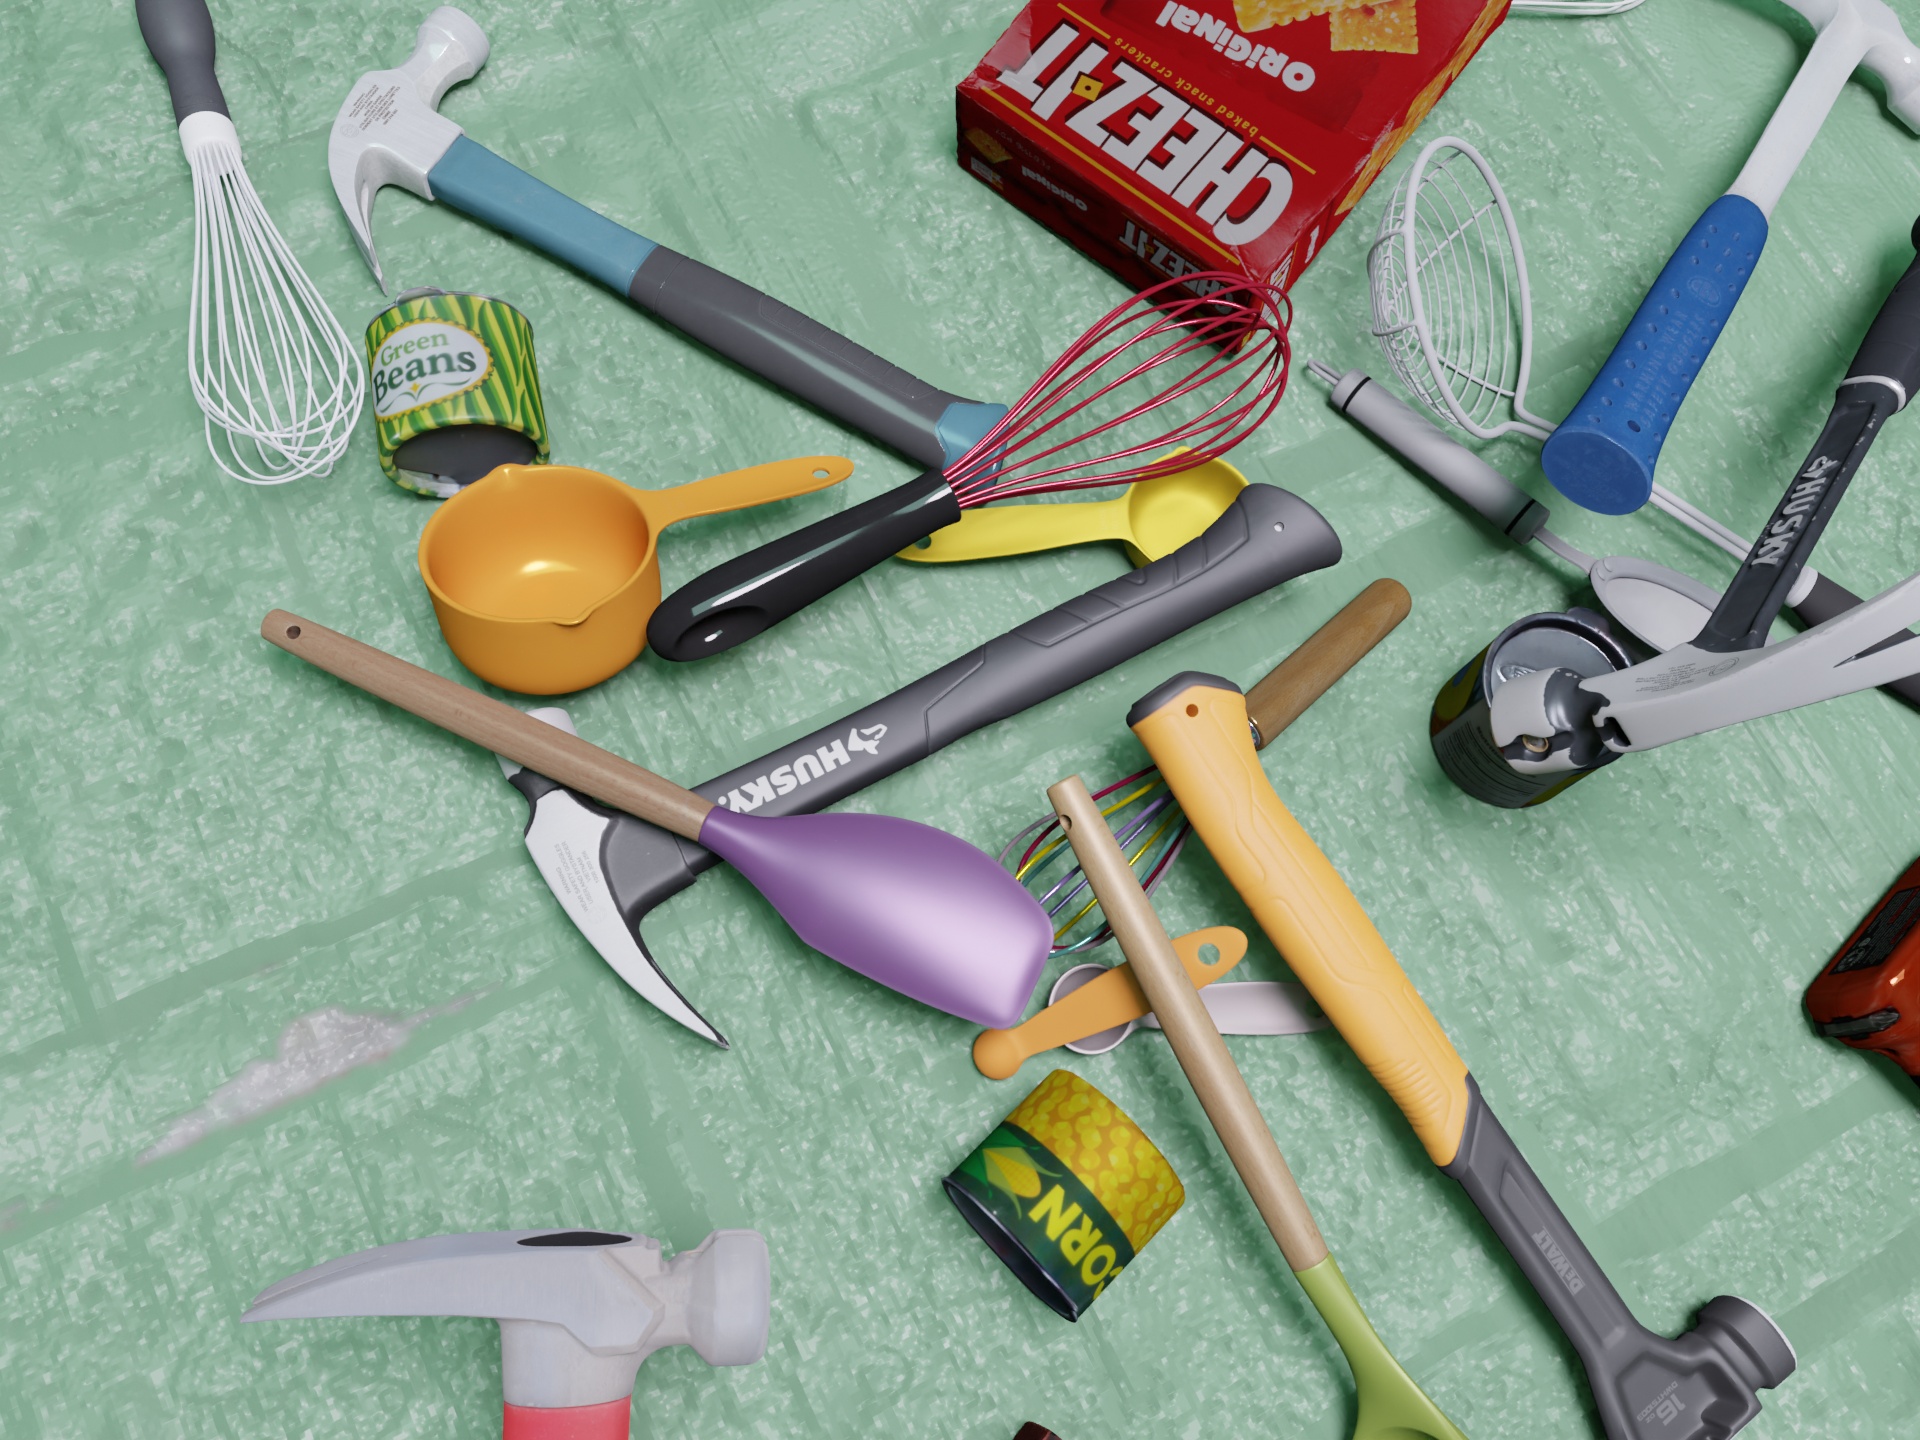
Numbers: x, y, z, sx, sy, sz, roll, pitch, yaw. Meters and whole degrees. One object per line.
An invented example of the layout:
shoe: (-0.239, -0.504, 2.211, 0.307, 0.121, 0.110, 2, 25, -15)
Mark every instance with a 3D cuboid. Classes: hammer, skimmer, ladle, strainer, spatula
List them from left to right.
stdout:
hammer: (-0.129, 0.340, 0.436, 0.143, 0.038, 0.386, 2, 85, -12)
spatula: (-0.114, 0.025, 0.581, 0.316, 0.018, 0.060, 23, 76, 5)
hammer: (-0.123, -0.189, 0.687, 0.331, 0.033, 0.128, 29, 70, 4)
hammer: (-0.001, -0.002, 0.618, 0.335, 0.035, 0.146, -26, 76, -8)
ladle: (0.100, 0.167, 0.544, 0.062, 0.078, 0.320, -23, 84, -39)
hammer: (0.160, 0.131, 0.579, 0.127, 0.034, 0.337, -33, 86, -16)
strainer: (0.251, -0.079, 0.686, 0.258, 0.050, 0.087, 42, 40, 15)
skimmer: (0.325, -0.109, 0.676, 0.363, 0.090, 0.127, 35, 51, 5)
hammer: (0.339, -0.228, 0.695, 0.144, 0.035, 0.406, 40, 58, -1)
hammer: (0.351, -0.119, 0.613, 0.409, 0.149, 0.036, -44, 105, -34)

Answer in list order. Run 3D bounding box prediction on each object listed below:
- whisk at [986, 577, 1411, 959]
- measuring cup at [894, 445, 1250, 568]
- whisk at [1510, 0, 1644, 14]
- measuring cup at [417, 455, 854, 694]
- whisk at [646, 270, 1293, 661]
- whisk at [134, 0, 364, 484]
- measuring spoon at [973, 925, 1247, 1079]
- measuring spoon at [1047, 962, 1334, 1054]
whisk: (0.099, 0.015, 0.630, 0.245, 0.051, 0.047, -39, 112, -22)
measuring cup: (0.047, -0.078, 0.673, 0.156, 0.029, 0.062, -6, 74, -2)
whisk: (0.251, -0.360, 0.786, 0.246, 0.057, 0.059, -18, 39, -9)
measuring cup: (-0.122, -0.064, 0.630, 0.173, 0.052, 0.095, -18, 52, -21)
whisk: (0.011, -0.097, 0.625, 0.296, 0.073, 0.073, -29, 76, -12)
whisk: (-0.308, -0.219, 0.670, 0.070, 0.070, 0.285, -18, 70, -12)
measuring spoon: (0.053, 0.104, 0.582, 0.117, 0.011, 0.021, -29, 83, 20)
measuring spoon: (0.092, 0.111, 0.618, 0.124, 0.018, 0.034, 2, 86, -12)
